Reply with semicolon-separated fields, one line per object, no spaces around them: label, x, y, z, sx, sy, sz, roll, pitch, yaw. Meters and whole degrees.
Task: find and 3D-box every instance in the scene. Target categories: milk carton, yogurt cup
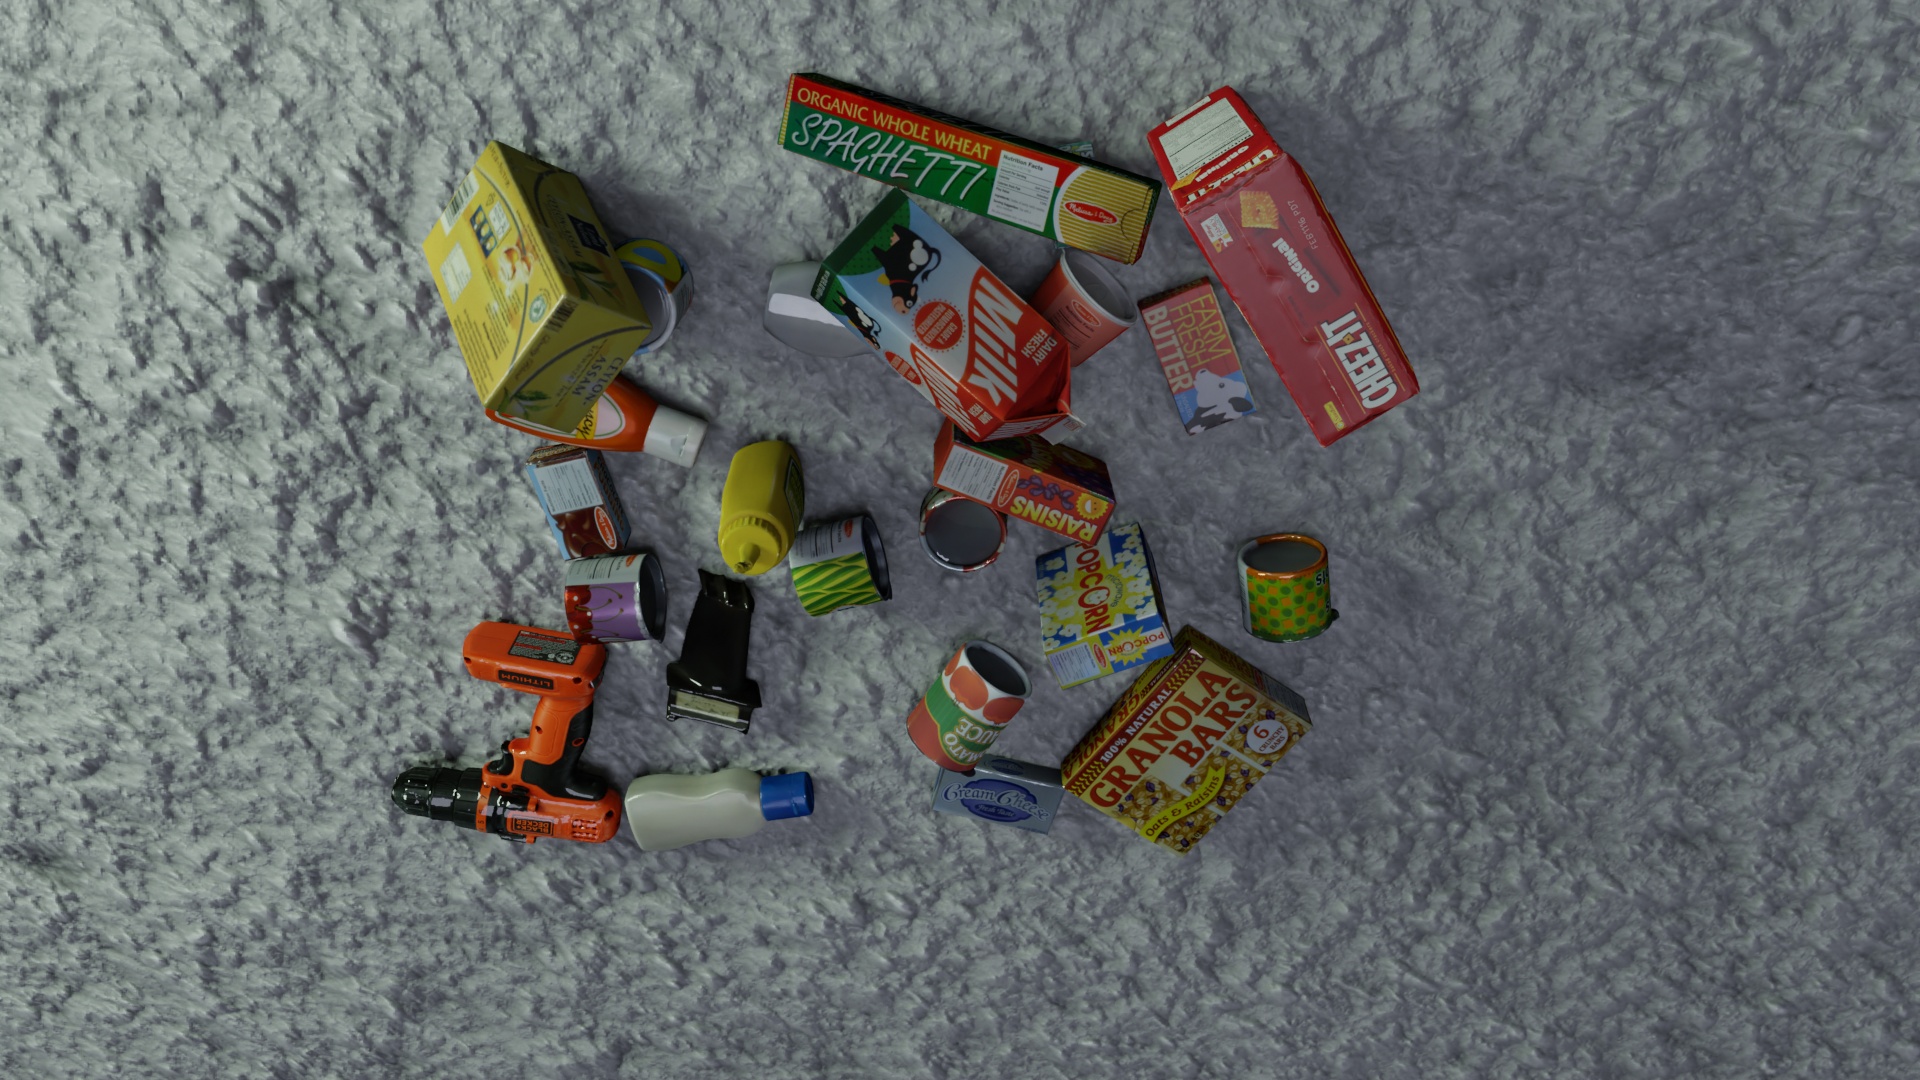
milk carton;0.000;-0.131;0.902;0.190;0.072;0.073;41;76;-6
yogurt cup;0.078;-0.154;0.939;0.072;0.073;0.053;37;120;-16

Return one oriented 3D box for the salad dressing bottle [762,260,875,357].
salad dressing bottle;-0.059;-0.151;0.955;0.148;0.044;0.064;12;111;-7

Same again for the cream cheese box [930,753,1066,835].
cream cheese box;0.031;0.206;1.142;0.104;0.024;0.053;14;116;-6

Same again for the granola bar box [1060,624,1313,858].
granola bar box;0.178;0.164;1.110;0.124;0.039;0.165;32;113;-14

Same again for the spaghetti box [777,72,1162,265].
spaghetti box;0.002;-0.236;0.869;0.250;0.029;0.050;22;117;15

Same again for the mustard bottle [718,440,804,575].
mustard bottle;-0.138;-0.015;0.959;0.049;0.161;0.065;-9;118;4

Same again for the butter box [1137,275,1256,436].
butter box;0.166;-0.129;0.971;0.053;0.024;0.103;-21;115;11

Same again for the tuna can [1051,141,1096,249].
tuna can;0.072;-0.226;0.900;0.033;0.071;0.070;-8;116;4

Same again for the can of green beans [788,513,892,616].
can of green beans;-0.089;0.019;1.028;0.058;0.071;0.071;-14;116;9

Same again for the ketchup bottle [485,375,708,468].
ketchup bottle;-0.256;-0.092;0.987;0.149;0.044;0.064;19;105;-9

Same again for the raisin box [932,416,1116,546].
raisin box;0.044;-0.048;0.980;0.123;0.086;0.040;21;111;-9

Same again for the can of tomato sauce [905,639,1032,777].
can of tomato sauce;0.008;0.130;1.079;0.071;0.071;0.082;30;113;-13

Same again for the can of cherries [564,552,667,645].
can of cherries;-0.258;0.047;1.044;0.058;0.072;0.071;-5;117;4

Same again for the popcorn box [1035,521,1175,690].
popcorn box;0.102;0.045;1.003;0.085;0.127;0.038;-19;119;11

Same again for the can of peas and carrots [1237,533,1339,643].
can of peas and carrots;0.243;0.035;1.028;0.071;0.071;0.058;-8;116;6

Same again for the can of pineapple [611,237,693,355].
can of pineapple;-0.221;-0.166;0.942;0.071;0.058;0.070;1;117;1

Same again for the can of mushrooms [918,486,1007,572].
can of mushrooms;0.004;-0.013;1.028;0.071;0.033;0.070;1;117;2

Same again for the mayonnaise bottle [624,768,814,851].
mayonnaise bottle;-0.196;0.218;1.145;0.148;0.041;0.064;-8;118;4

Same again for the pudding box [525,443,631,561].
pudding box;-0.282;-0.030;1.027;0.049;0.030;0.083;-12;116;6
